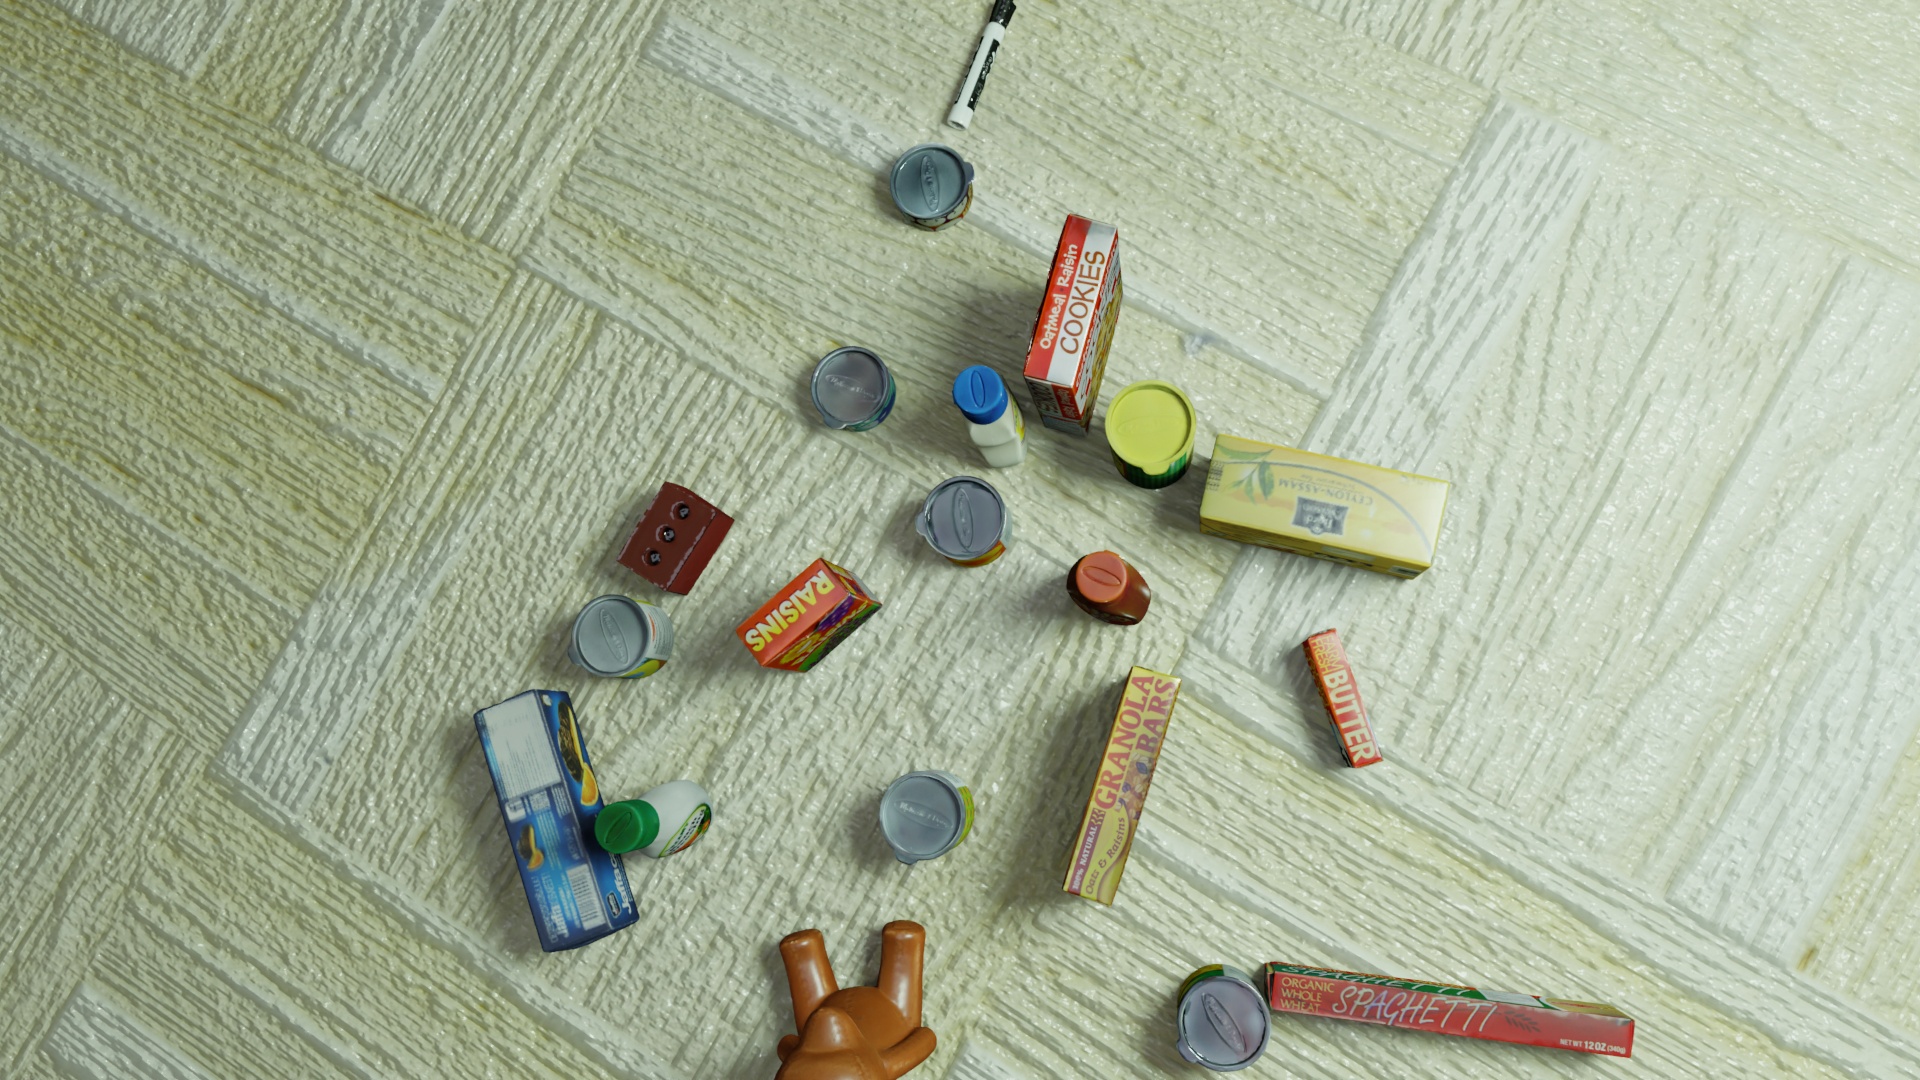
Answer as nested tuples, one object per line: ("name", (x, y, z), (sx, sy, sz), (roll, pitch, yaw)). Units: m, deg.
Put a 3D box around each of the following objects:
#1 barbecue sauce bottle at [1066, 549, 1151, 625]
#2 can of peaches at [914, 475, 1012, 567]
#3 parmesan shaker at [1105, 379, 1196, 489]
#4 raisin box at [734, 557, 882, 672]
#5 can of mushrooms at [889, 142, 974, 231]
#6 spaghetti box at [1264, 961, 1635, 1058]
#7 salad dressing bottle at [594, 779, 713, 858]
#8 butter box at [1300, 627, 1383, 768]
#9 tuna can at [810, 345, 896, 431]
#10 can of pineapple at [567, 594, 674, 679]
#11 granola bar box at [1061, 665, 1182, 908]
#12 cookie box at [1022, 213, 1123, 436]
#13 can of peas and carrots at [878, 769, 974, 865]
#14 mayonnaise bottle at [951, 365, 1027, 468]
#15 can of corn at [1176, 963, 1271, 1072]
("barbecue sauce bottle", (0.108, 0.034, 1.028), (0.065, 0.148, 0.043), (22, 86, 11))
("can of peaches", (0.004, -0.014, 1.097), (0.071, 0.058, 0.071), (-1, 82, 8))
("parmesan shaker", (0.146, -0.076, 1.062), (0.071, 0.103, 0.071), (-1, 82, 8))
("raisin box", (-0.114, 0.060, 1.070), (0.086, 0.123, 0.040), (-40, 79, 1))
("can of mushrooms", (-0.021, -0.293, 1.154), (0.071, 0.033, 0.071), (-1, 82, 8))
("spaghetti box", (0.345, 0.336, 0.999), (0.250, 0.050, 0.029), (5, 83, 9))
("salad dressing bottle", (-0.232, 0.213, 1.052), (0.044, 0.147, 0.064), (38, 89, 11))
("butter box", (0.284, 0.118, 1.039), (0.024, 0.053, 0.103), (-19, 80, 6))
("tuna can", (-0.088, -0.121, 1.139), (0.071, 0.033, 0.071), (-1, 82, 8))
("can of pineapple", (-0.274, 0.079, 1.124), (0.071, 0.058, 0.071), (-1, 82, 8))
("granola bar box", (0.120, 0.176, 1.018), (0.039, 0.124, 0.165), (17, 85, 10))
("cookie box", (0.087, -0.157, 1.050), (0.040, 0.167, 0.123), (14, 84, 10))
("can of peas and carrots", (-0.025, 0.212, 1.067), (0.071, 0.058, 0.071), (-1, 82, 8))
("mayonnaise bottle", (0.023, -0.098, 1.060), (0.041, 0.148, 0.065), (-10, 81, 7))
("can of corn", (0.189, 0.349, 1.016), (0.071, 0.058, 0.071), (-1, 82, 8))
